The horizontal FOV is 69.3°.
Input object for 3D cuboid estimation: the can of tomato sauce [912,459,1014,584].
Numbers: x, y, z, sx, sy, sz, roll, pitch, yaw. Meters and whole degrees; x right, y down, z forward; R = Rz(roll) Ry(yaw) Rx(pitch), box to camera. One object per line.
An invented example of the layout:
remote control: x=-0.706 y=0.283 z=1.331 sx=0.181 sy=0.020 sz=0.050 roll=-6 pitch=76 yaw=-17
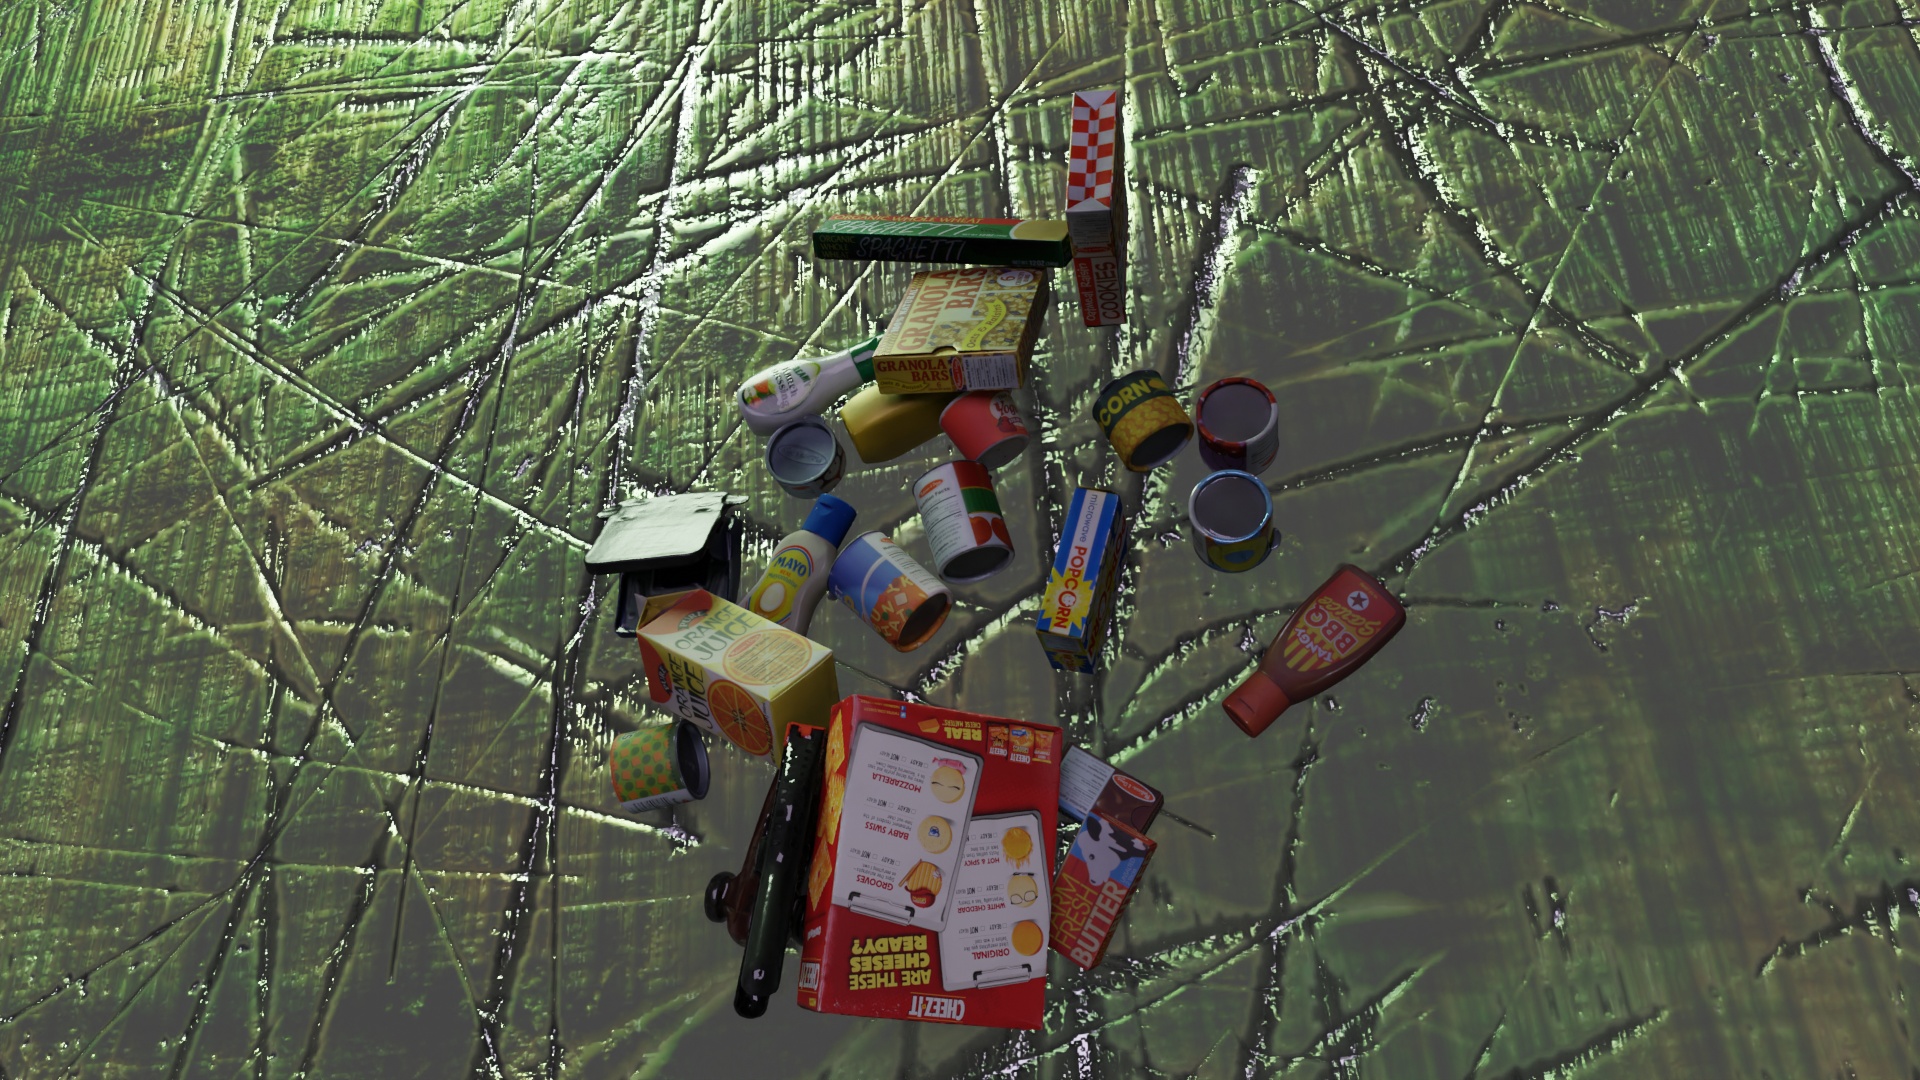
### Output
can of tomato sauce: x=0.004 y=-0.014 z=1.151 sx=0.071 sy=0.071 sz=0.083 roll=-20 pitch=63 yaw=4

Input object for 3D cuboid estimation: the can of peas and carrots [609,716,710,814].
can of peas and carrots: x=-0.241 y=0.179 z=1.116 sx=0.059 sy=0.070 sz=0.071 roll=-14 pitch=63 yaw=8

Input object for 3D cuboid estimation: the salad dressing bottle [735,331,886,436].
salad dressing bottle: x=-0.127 y=-0.143 z=1.254 sx=0.148 sy=0.044 sz=0.064 roll=-24 pitch=60 yaw=2

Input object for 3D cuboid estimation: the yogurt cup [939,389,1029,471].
yogurt cup: x=0.023 y=-0.095 z=1.185 sx=0.072 sy=0.072 sz=0.054 roll=-29 pitch=70 yaw=-1

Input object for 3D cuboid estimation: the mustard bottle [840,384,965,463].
mustard bottle: x=-0.024 y=-0.124 z=1.212 sx=0.160 sy=0.065 sz=0.049 roll=-26 pitch=56 yaw=-7

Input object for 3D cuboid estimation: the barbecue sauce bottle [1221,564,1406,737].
barbecue sauce bottle: x=0.263 y=0.087 z=1.051 sx=0.149 sy=0.043 sz=0.065 roll=-41 pitch=64 yaw=-7

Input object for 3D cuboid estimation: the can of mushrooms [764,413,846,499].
can of mushrooms: x=-0.135 y=-0.074 z=1.229 sx=0.071 sy=0.033 sz=0.071 roll=-6 pitch=64 yaw=12

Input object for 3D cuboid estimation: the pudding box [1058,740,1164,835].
pudding box: x=0.105 y=0.194 z=1.046 sx=0.084 sy=0.030 sz=0.050 roll=27 pitch=73 yaw=23

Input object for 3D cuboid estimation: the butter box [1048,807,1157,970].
butter box: x=0.096 y=0.252 z=1.005 sx=0.053 sy=0.024 sz=0.103 roll=27 pitch=95 yaw=24

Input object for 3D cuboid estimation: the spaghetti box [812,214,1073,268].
spaghetti box: x=-0.016 y=-0.276 z=1.279 sx=0.250 sy=0.028 sz=0.050 roll=7 pitch=35 yaw=21

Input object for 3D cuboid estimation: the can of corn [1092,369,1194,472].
can of corn: x=0.151 y=-0.099 z=1.151 sx=0.071 sy=0.071 sz=0.058 roll=-29 pitch=63 yaw=-1

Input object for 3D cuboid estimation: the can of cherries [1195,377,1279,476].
can of cherries: x=0.224 y=-0.093 z=1.137 sx=0.071 sy=0.058 sz=0.072 roll=-5 pitch=65 yaw=11

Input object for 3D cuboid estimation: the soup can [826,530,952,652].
soup can: x=-0.059 y=0.044 z=1.138 sx=0.084 sy=0.071 sz=0.071 roll=39 pitch=79 yaw=26

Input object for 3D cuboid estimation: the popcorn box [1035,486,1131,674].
popcorn box: x=0.098 y=0.032 z=1.093 sx=0.038 sy=0.085 sz=0.127 roll=10 pitch=68 yaw=17

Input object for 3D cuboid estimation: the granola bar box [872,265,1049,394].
granola bar box: x=0.004 y=-0.185 z=1.202 sx=0.124 sy=0.038 sz=0.166 roll=-1 pitch=35 yaw=14

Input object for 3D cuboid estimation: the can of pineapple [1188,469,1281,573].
can of pineapple: x=0.217 y=-0.016 z=1.102 sx=0.071 sy=0.057 sz=0.071 roll=-5 pitch=64 yaw=11

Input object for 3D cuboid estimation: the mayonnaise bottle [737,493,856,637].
mayonnaise bottle: x=-0.138 y=0.031 z=1.176 sx=0.065 sy=0.041 sz=0.148 roll=20 pitch=72 yaw=25

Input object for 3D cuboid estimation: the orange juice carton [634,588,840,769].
orange juice carton: x=-0.190 y=0.101 z=1.104 sx=0.193 sy=0.071 sz=0.073 roll=21 pitch=41 yaw=33

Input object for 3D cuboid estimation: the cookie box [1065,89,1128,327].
cookie box: x=0.119 y=-0.280 z=1.191 sx=0.040 sy=0.167 sz=0.123 roll=0 pitch=65 yaw=11
